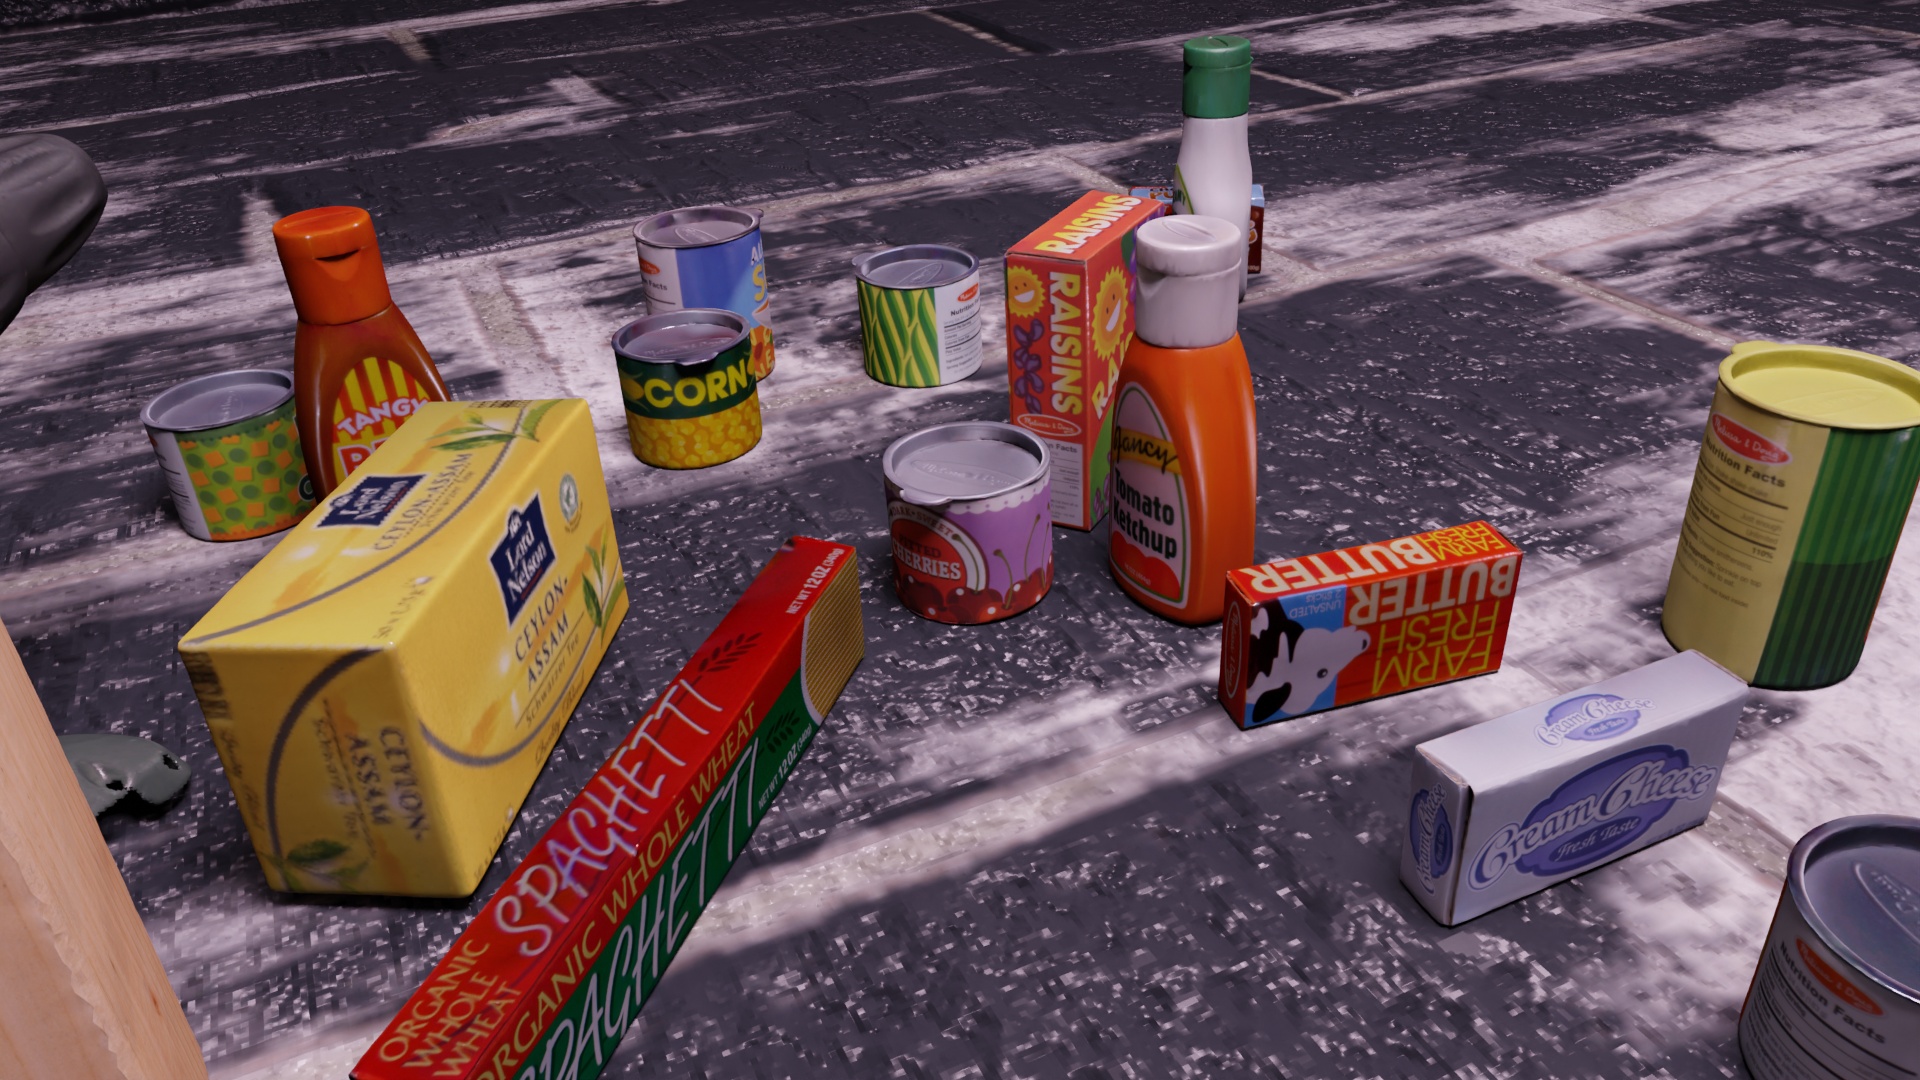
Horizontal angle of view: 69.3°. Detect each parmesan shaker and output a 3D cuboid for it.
[{"bbox_3d":[0.289,-0.010,0.486,0.071,0.102,0.071,-2,30,1],"label":"parmesan shaker"}]

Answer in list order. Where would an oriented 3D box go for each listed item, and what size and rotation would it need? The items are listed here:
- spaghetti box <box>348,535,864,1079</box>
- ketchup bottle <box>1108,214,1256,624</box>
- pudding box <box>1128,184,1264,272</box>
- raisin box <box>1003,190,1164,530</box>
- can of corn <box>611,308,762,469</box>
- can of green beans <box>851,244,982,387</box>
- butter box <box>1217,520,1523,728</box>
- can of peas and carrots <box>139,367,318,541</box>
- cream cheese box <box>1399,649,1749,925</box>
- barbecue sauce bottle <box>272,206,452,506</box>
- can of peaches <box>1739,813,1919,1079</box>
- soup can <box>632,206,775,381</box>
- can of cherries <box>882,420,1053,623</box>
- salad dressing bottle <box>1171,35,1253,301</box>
[{"bbox_3d":[-0.087,0.082,0.417,0.029,0.050,0.251,7,32,17],"label":"spaghetti box"},{"bbox_3d":[0.083,-0.045,0.520,0.044,0.148,0.065,-19,34,-25],"label":"ketchup bottle"},{"bbox_3d":[0.146,-0.194,0.863,0.084,0.049,0.030,1,31,7],"label":"pudding box"},{"bbox_3d":[0.056,-0.079,0.605,0.040,0.122,0.086,13,34,26],"label":"raisin box"},{"bbox_3d":[-0.131,-0.073,0.677,0.071,0.058,0.071,-2,30,1],"label":"can of corn"},{"bbox_3d":[-0.022,-0.121,0.748,0.071,0.057,0.071,-2,30,1],"label":"can of green beans"},{"bbox_3d":[0.141,0.029,0.484,0.104,0.052,0.024,-11,31,-13],"label":"butter box"},{"bbox_3d":[-0.329,-0.041,0.639,0.071,0.058,0.071,-2,30,1],"label":"can of peas and carrots"},{"bbox_3d":[0.179,0.072,0.407,0.104,0.053,0.024,-15,32,-18],"label":"cream cheese box"},{"bbox_3d":[-0.247,-0.063,0.581,0.065,0.147,0.044,-22,35,-29],"label":"barbecue sauce bottle"},{"bbox_3d":[0.232,0.109,0.334,0.071,0.057,0.071,-2,30,1],"label":"can of peaches"},{"bbox_3d":[-0.134,-0.131,0.749,0.071,0.083,0.072,-2,30,1],"label":"soup can"},{"bbox_3d":[0.002,-0.007,0.552,0.071,0.058,0.072,-2,30,1],"label":"can of cherries"},{"bbox_3d":[0.144,-0.209,0.793,0.044,0.147,0.064,-5,30,-4],"label":"salad dressing bottle"}]
